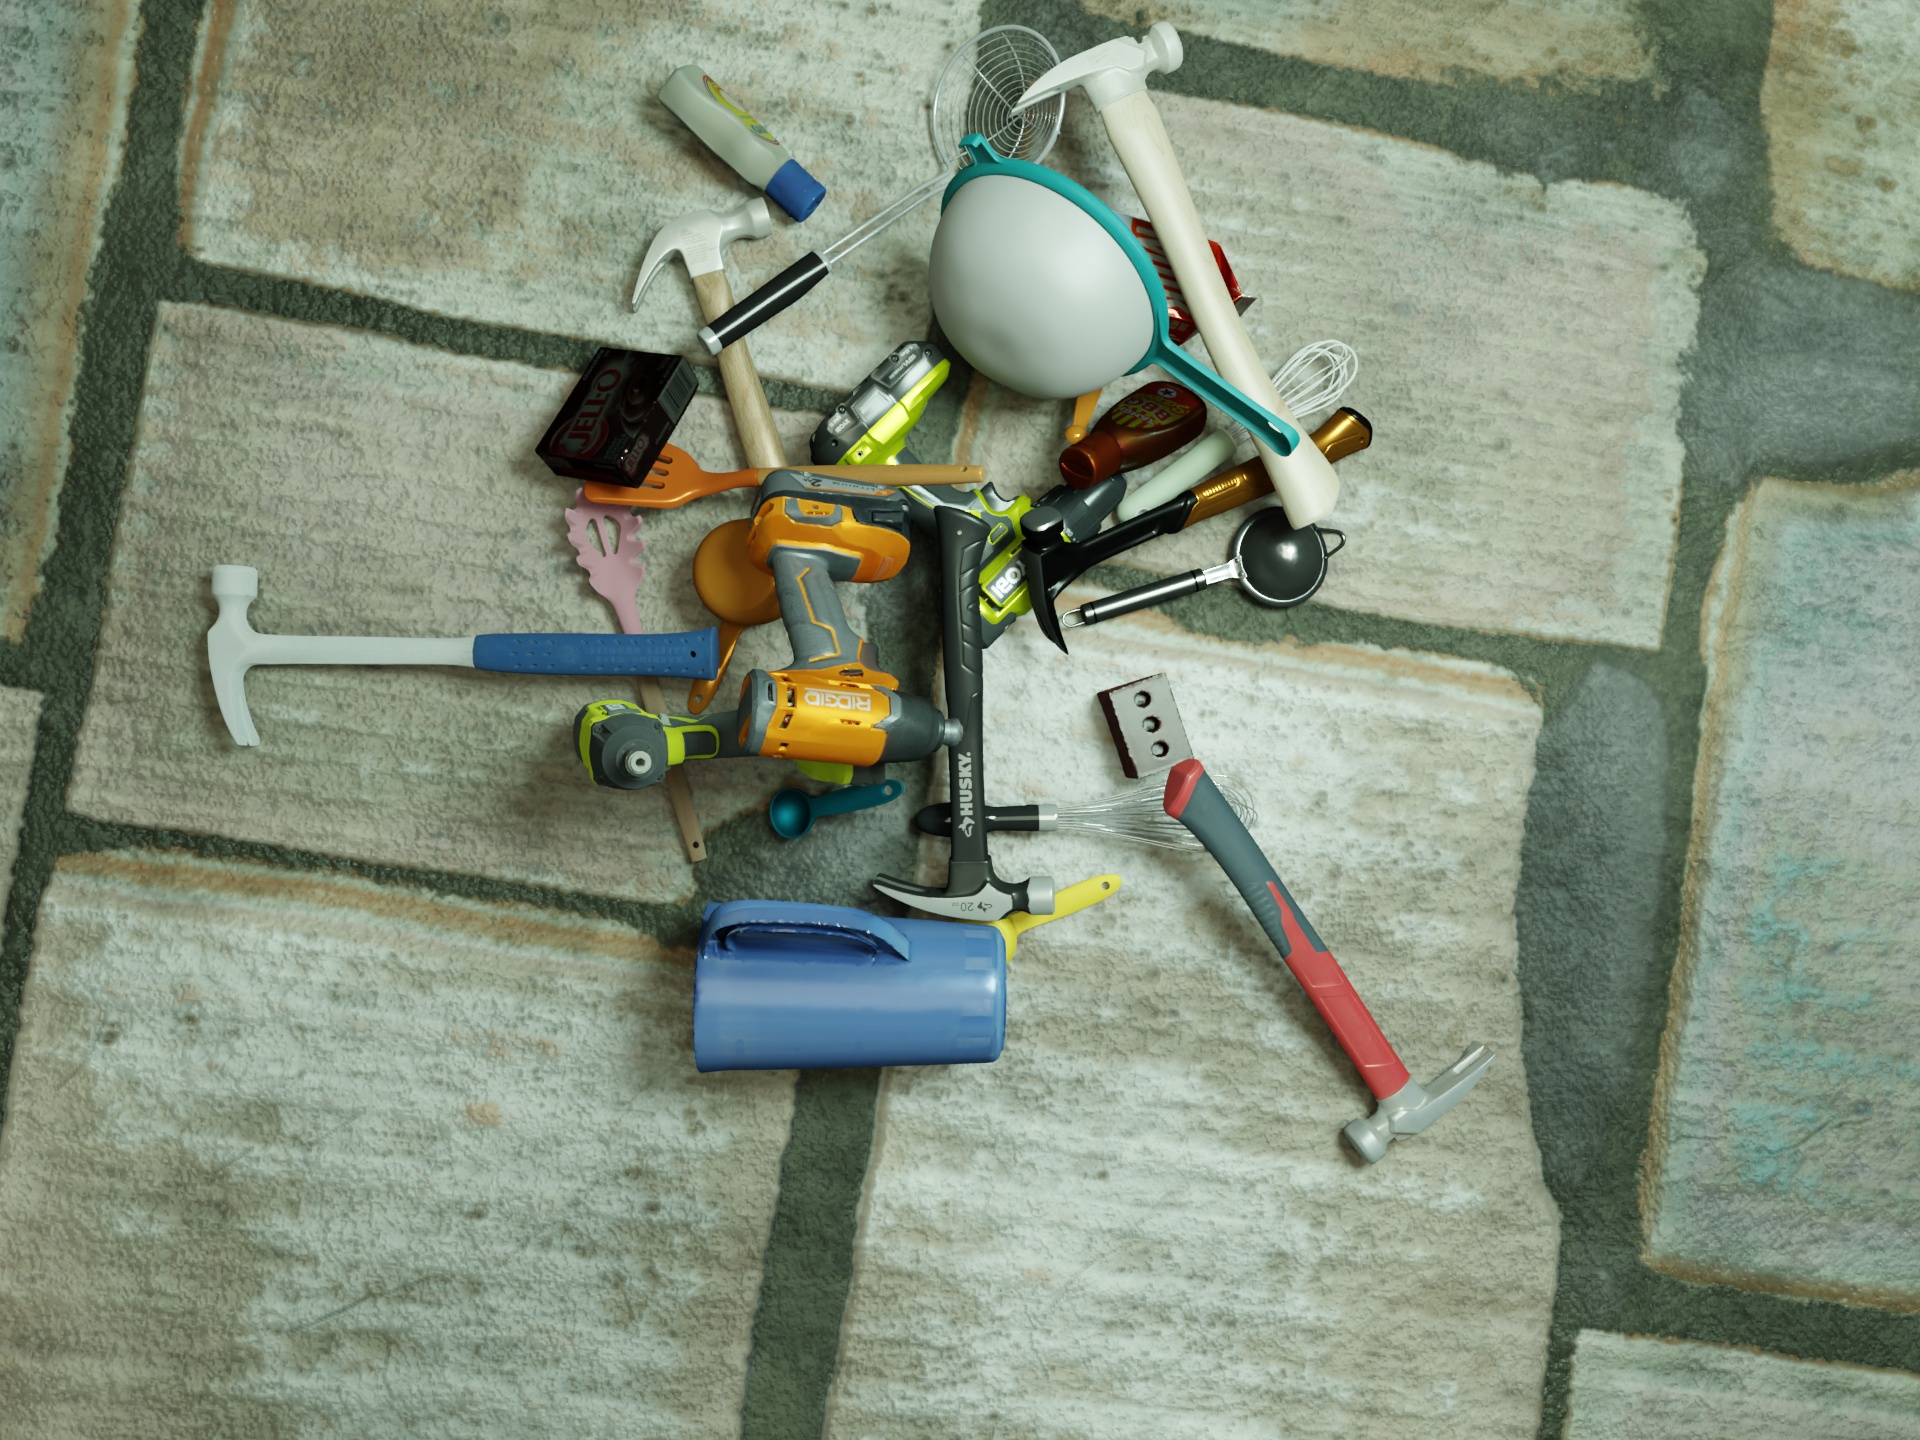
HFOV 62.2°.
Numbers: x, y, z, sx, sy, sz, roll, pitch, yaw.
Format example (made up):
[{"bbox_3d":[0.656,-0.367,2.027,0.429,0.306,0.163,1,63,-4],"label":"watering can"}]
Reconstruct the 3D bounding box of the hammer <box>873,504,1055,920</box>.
[{"bbox_3d":[-0.002,-0.004,1.272,0.146,0.035,0.334,-1,100,5],"label":"hammer"}]

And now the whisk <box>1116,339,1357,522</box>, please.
[{"bbox_3d":[0.233,-0.243,1.347,0.246,0.057,0.059,-36,58,-2],"label":"whisk"}]

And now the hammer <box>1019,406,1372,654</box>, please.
[{"bbox_3d":[0.202,-0.174,1.314,0.337,0.034,0.127,-26,131,-17],"label":"hammer"}]

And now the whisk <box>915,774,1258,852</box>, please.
[{"bbox_3d":[0.105,0.080,1.323,0.284,0.070,0.070,-1,89,0],"label":"whisk"}]

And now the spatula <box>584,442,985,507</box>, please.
[{"bbox_3d":[-0.139,-0.197,1.254,0.322,0.041,0.081,2,60,17],"label":"spatula"}]

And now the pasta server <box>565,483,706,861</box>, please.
[{"bbox_3d":[-0.257,-0.037,1.299,0.060,0.040,0.316,-16,91,-14],"label":"pasta server"}]

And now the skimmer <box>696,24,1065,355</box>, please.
[{"bbox_3d":[-0.069,-0.423,1.282,0.363,0.090,0.127,-38,70,-12],"label":"skimmer"}]

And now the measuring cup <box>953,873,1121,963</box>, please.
[{"bbox_3d":[0.064,0.164,1.325,0.156,0.029,0.062,-23,91,-3],"label":"measuring cup"}]

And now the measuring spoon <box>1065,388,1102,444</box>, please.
[{"bbox_3d":[0.108,-0.272,1.322,0.021,0.011,0.117,27,56,-14],"label":"measuring spoon"}]

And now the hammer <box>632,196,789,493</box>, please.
[{"bbox_3d":[-0.176,-0.258,1.314,0.130,0.031,0.331,-17,90,-6],"label":"hammer"}]

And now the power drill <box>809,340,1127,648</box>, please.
[{"bbox_3d":[0.007,-0.198,1.308,0.190,0.080,0.228,-45,95,-5],"label":"power drill"}]

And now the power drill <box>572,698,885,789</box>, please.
[{"bbox_3d":[-0.176,0.015,1.224,0.223,0.171,0.080,-4,98,-20],"label":"power drill"}]

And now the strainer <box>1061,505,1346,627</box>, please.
[{"bbox_3d":[0.209,-0.120,1.342,0.258,0.050,0.087,-17,89,-2],"label":"strainer"}]

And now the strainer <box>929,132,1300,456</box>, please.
[{"bbox_3d":[0.100,-0.283,1.228,0.340,0.211,0.095,36,70,6],"label":"strainer"}]

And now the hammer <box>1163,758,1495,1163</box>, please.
[{"bbox_3d":[0.293,0.180,1.301,0.143,0.038,0.386,-37,105,-6],"label":"hammer"}]

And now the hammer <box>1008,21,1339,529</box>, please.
[{"bbox_3d":[0.186,-0.340,1.267,0.146,0.038,0.410,-27,94,-10],"label":"hammer"}]

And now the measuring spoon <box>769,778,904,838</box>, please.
[{"bbox_3d":[-0.098,0.066,1.293,0.128,0.021,0.042,-14,86,26],"label":"measuring spoon"}]

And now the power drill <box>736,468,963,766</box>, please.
[{"bbox_3d":[-0.082,-0.069,1.184,0.164,0.084,0.227,7,58,-18],"label":"power drill"}]

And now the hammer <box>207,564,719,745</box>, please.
[{"bbox_3d":[-0.396,-0.049,1.266,0.405,0.035,0.144,1,89,2],"label":"hammer"}]

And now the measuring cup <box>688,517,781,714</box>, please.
[{"bbox_3d":[-0.189,-0.081,1.285,0.095,0.052,0.173,25,98,4],"label":"measuring cup"}]
